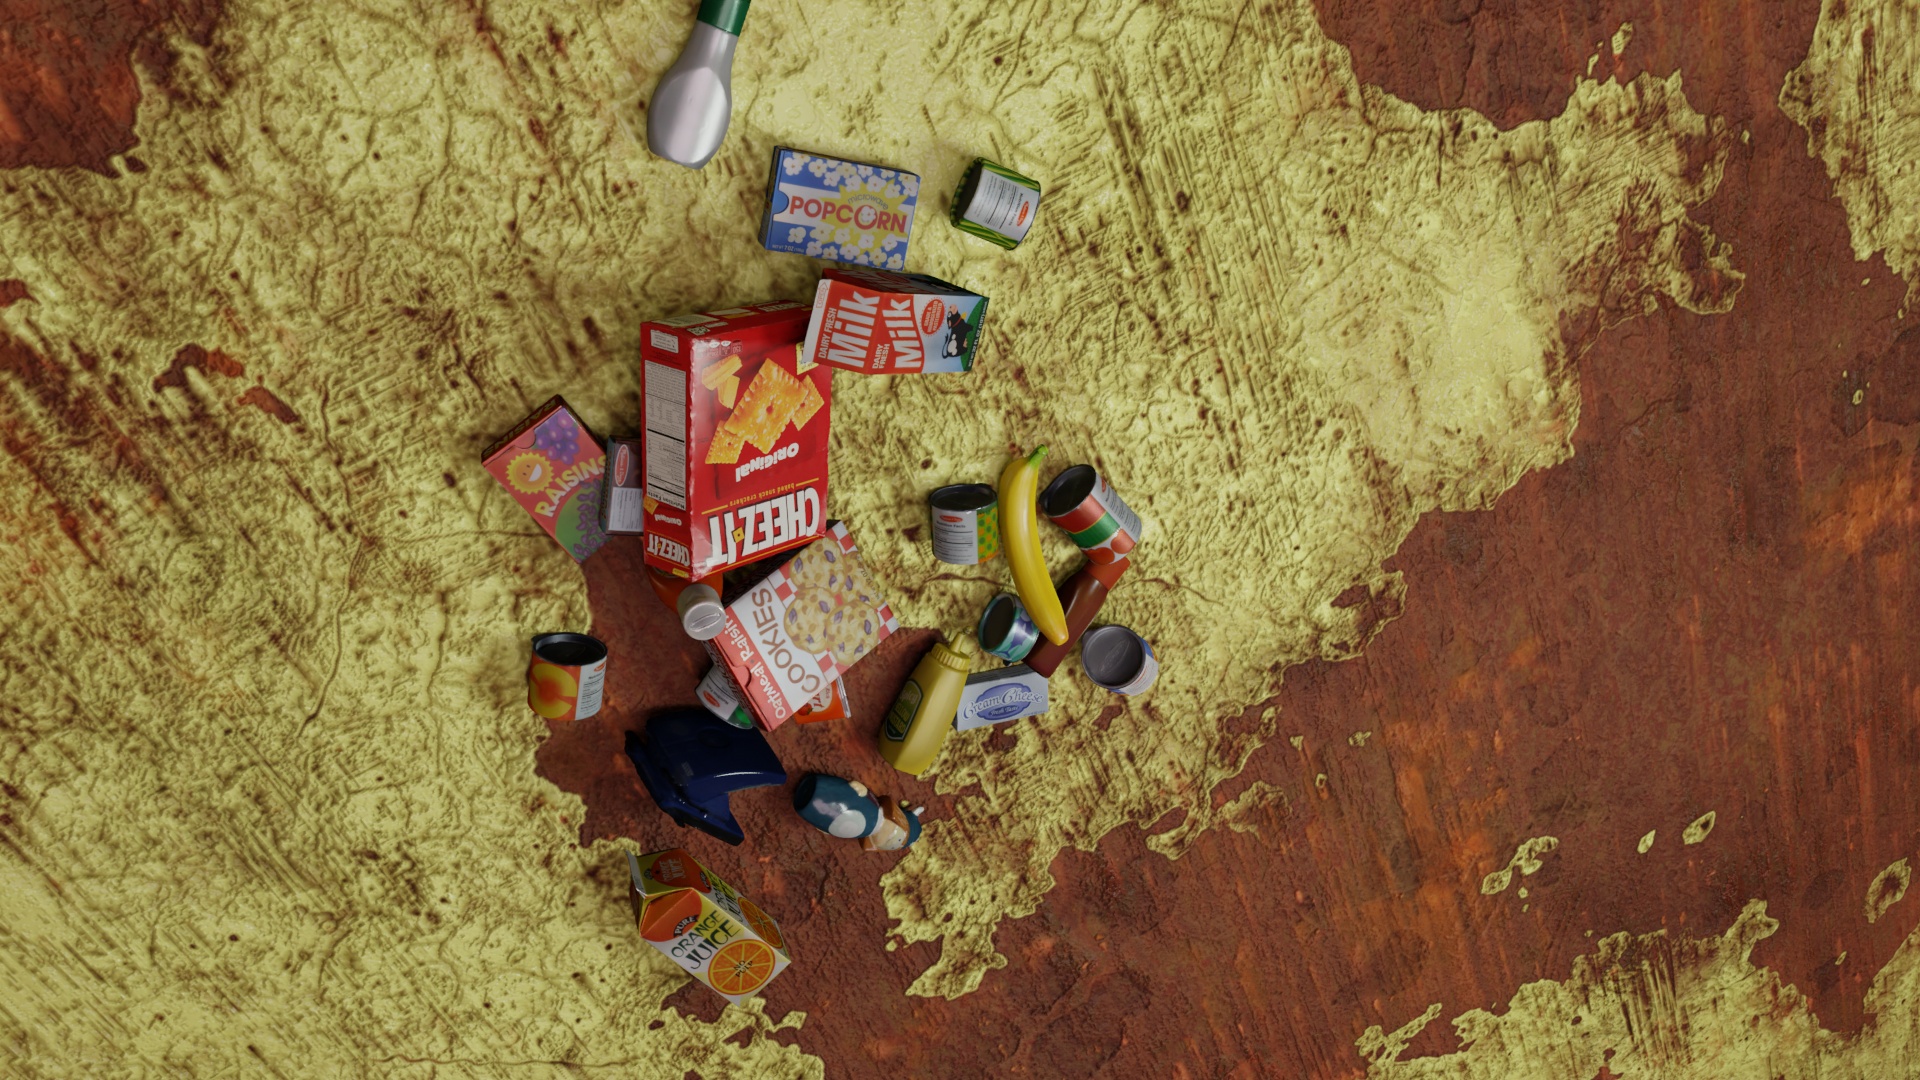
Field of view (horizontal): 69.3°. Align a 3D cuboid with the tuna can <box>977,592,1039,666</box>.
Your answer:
[{"bbox_3d":[0.048,0.089,1.397,0.033,0.071,0.071,24,102,-27],"label":"tuna can"}]

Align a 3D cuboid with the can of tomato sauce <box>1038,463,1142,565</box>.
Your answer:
[{"bbox_3d":[0.129,-0.024,1.382,0.071,0.071,0.083,-45,120,2],"label":"can of tomato sauce"}]

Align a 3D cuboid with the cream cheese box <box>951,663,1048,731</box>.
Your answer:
[{"bbox_3d":[0.040,0.162,1.449,0.104,0.024,0.053,-10,114,-17],"label":"cream cheese box"}]

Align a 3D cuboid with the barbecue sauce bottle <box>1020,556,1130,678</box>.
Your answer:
[{"bbox_3d":[0.115,0.069,1.420,0.043,0.065,0.148,41,85,-20],"label":"barbecue sauce bottle"}]

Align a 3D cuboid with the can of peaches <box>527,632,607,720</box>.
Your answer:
[{"bbox_3d":[-0.358,0.122,1.256,0.071,0.071,0.057,3,111,-22],"label":"can of peaches"}]

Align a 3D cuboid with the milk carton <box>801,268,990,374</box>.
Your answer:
[{"bbox_3d":[-0.064,-0.186,1.183,0.191,0.073,0.072,-12,122,-53],"label":"milk carton"}]

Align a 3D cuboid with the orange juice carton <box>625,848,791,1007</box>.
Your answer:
[{"bbox_3d":[-0.265,0.380,1.396,0.073,0.072,0.192,-43,120,0],"label":"orange juice carton"}]

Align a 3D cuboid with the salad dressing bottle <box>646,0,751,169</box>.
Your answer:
[{"bbox_3d":[-0.207,-0.376,1.117,0.064,0.044,0.147,16,104,-24],"label":"salad dressing bottle"}]

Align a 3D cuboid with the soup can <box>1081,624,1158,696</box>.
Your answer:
[{"bbox_3d":[0.164,0.123,1.439,0.071,0.071,0.083,-47,160,3],"label":"soup can"}]

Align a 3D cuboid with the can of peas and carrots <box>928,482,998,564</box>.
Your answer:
[{"bbox_3d":[0.005,-0.017,1.338,0.071,0.071,0.058,-10,116,-17],"label":"can of peas and carrots"}]

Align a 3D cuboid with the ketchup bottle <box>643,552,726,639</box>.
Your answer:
[{"bbox_3d":[-0.237,0.039,1.219,0.065,0.149,0.043,-24,120,-10],"label":"ketchup bottle"}]

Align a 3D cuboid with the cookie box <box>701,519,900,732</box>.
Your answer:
[{"bbox_3d":[-0.150,0.076,1.283,0.168,0.040,0.122,-39,112,-30],"label":"cookie box"}]

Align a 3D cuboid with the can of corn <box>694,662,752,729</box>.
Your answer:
[{"bbox_3d":[-0.208,0.136,1.320,0.071,0.071,0.058,32,97,-29],"label":"can of corn"}]

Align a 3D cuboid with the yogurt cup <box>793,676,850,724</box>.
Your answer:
[{"bbox_3d":[-0.140,0.146,1.351,0.054,0.072,0.072,-15,117,-6],"label":"yogurt cup"}]

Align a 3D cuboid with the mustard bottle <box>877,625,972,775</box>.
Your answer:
[{"bbox_3d":[-0.029,0.154,1.400,0.049,0.065,0.160,22,97,-33],"label":"mustard bottle"}]

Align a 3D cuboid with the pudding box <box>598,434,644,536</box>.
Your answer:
[{"bbox_3d":[-0.279,-0.047,1.190,0.050,0.030,0.083,3,105,-27],"label":"pudding box"}]

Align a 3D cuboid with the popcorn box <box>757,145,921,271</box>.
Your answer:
[{"bbox_3d":[-0.104,-0.285,1.197,0.127,0.038,0.085,5,111,-23],"label":"popcorn box"}]

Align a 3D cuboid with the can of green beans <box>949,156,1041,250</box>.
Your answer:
[{"bbox_3d":[0.030,-0.297,1.225,0.058,0.071,0.071,18,104,-20],"label":"can of green beans"}]

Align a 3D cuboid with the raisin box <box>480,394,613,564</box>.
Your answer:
[{"bbox_3d":[-0.340,-0.052,1.203,0.086,0.040,0.123,-38,119,-2],"label":"raisin box"}]
